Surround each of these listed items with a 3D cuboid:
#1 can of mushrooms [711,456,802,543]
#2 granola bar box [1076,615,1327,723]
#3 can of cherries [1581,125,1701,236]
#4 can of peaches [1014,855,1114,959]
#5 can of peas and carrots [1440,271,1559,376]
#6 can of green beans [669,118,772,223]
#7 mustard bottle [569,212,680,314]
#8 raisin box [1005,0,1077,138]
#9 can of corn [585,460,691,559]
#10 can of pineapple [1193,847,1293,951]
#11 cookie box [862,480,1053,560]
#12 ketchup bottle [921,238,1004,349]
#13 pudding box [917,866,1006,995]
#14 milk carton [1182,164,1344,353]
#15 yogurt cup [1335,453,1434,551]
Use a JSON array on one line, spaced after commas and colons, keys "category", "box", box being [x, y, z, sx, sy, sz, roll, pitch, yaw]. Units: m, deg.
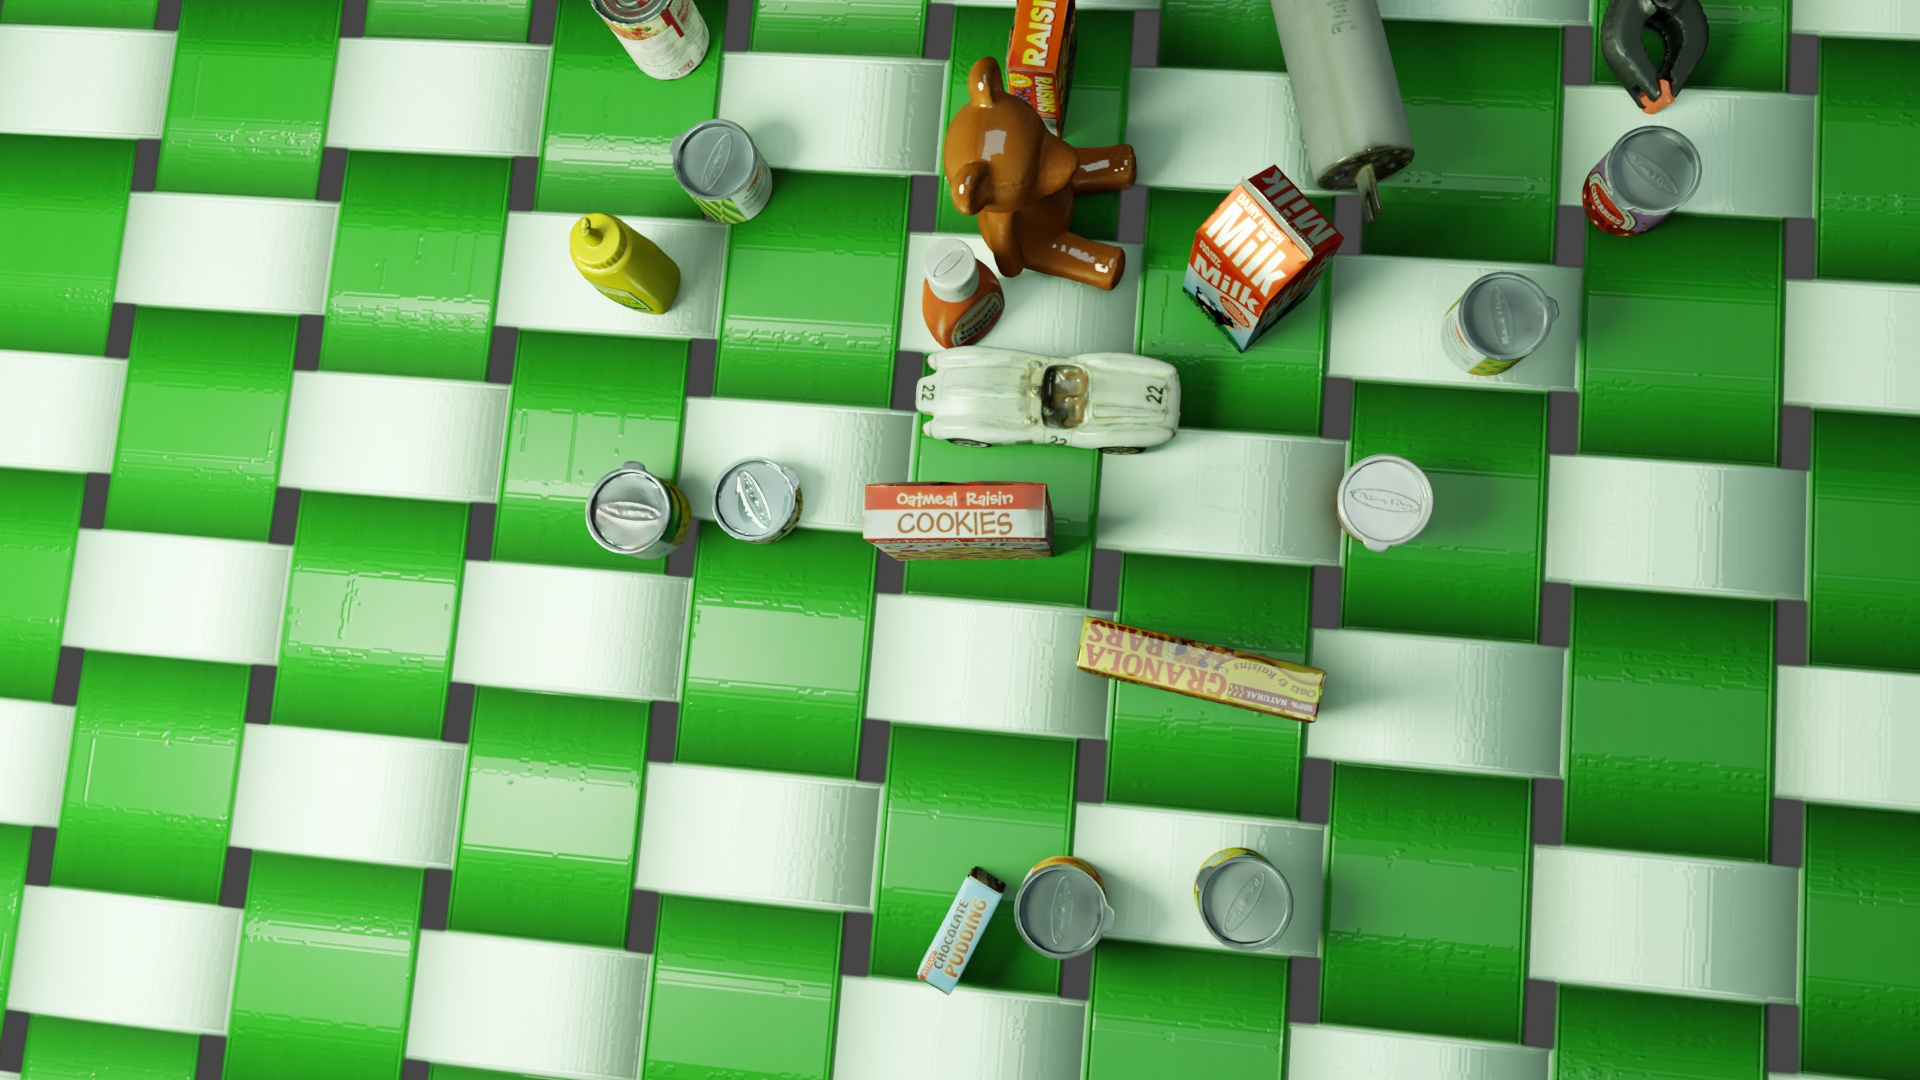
[{"category": "can of mushrooms", "box": [-0.155, -0.032, 1.081, 0.071, 0.033, 0.071, -1, 84, 5]}, {"category": "granola bar box", "box": [0.166, 0.093, 0.991, 0.166, 0.124, 0.039, 13, 86, 7]}, {"category": "can of cherries", "box": [0.503, -0.265, 1.034, 0.071, 0.058, 0.071, -1, 84, 5]}, {"category": "can of peaches", "box": [0.076, 0.267, 1.013, 0.071, 0.058, 0.071, -1, 84, 5]}, {"category": "can of peas and carrots", "box": [0.399, -0.160, 1.032, 0.071, 0.058, 0.071, -1, 84, 5]}, {"category": "can of green beans", "box": [-0.187, -0.292, 1.101, 0.071, 0.058, 0.071, -1, 84, 5]}, {"category": "mustard bottle", "box": [-0.260, -0.213, 1.047, 0.065, 0.160, 0.049, 18, 86, 7]}, {"category": "raisin box", "box": [0.063, -0.369, 1.054, 0.040, 0.123, 0.086, 10, 85, 6]}, {"category": "can of corn", "box": [-0.248, -0.022, 1.076, 0.071, 0.058, 0.071, -1, 84, 5]}, {"category": "can of pineapple", "box": [0.202, 0.256, 1.003, 0.071, 0.058, 0.071, -1, 84, 5]}, {"category": "cookie box", "box": [0.004, -0.012, 0.996, 0.123, 0.167, 0.040, -1, 84, 5]}, {"category": "ketchup bottle", "box": [-0.002, -0.184, 1.026, 0.065, 0.148, 0.043, -42, 82, 0]}, {"category": "pudding box", "box": [0.001, 0.286, 1.022, 0.030, 0.049, 0.083, 27, 87, 8]}, {"category": "milk carton", "box": [0.213, -0.201, 0.987, 0.073, 0.190, 0.072, -41, 82, 0]}, {"category": "yogurt cup", "box": [0.310, -0.027, 1.027, 0.072, 0.054, 0.072, -1, 84, 5]}]
